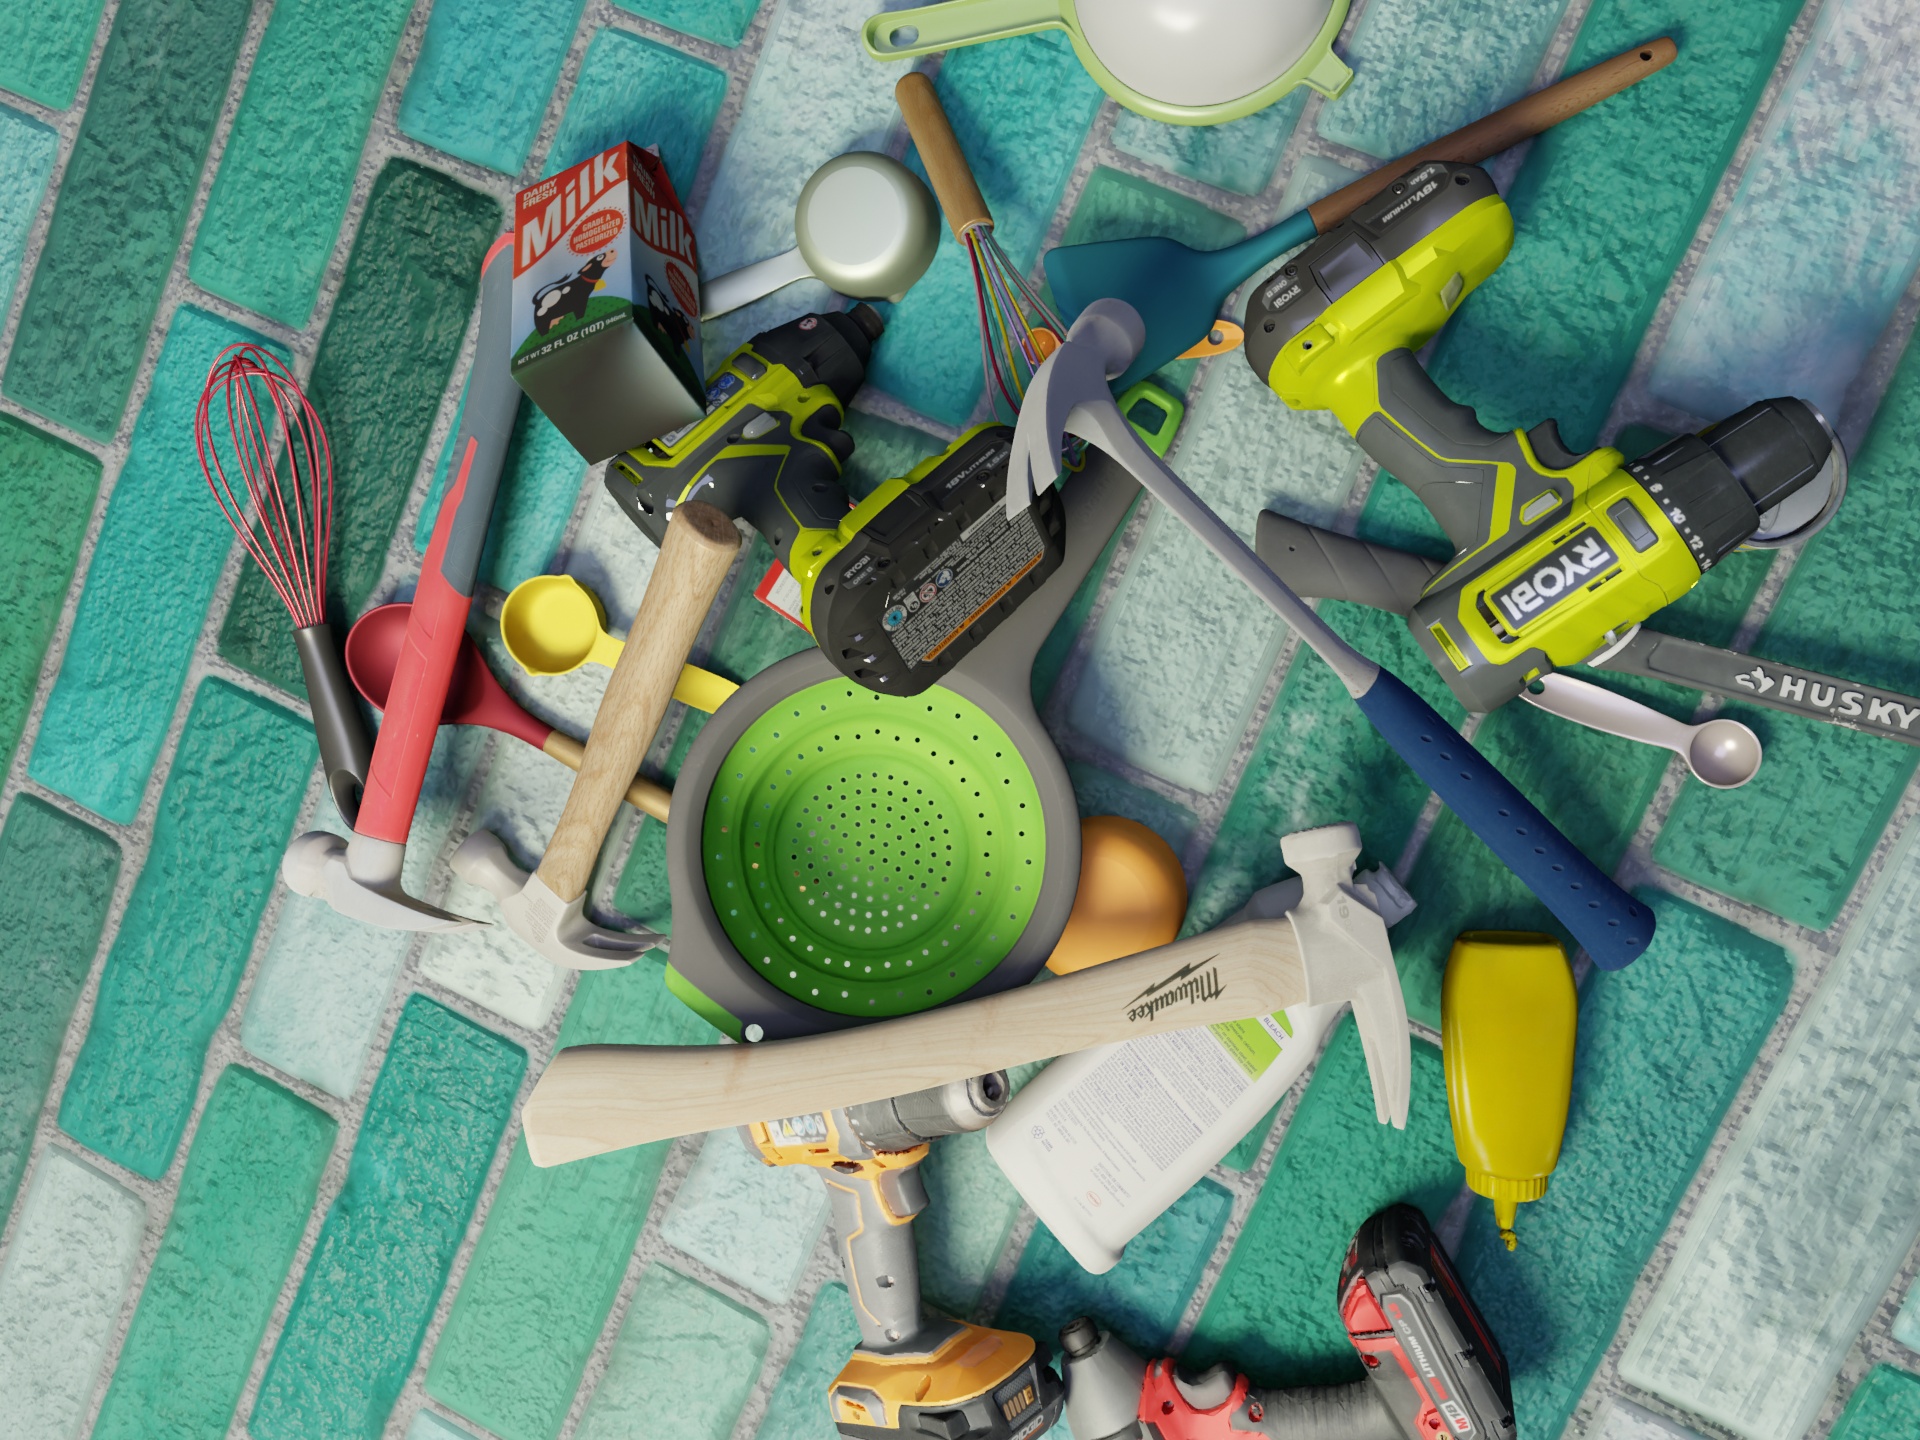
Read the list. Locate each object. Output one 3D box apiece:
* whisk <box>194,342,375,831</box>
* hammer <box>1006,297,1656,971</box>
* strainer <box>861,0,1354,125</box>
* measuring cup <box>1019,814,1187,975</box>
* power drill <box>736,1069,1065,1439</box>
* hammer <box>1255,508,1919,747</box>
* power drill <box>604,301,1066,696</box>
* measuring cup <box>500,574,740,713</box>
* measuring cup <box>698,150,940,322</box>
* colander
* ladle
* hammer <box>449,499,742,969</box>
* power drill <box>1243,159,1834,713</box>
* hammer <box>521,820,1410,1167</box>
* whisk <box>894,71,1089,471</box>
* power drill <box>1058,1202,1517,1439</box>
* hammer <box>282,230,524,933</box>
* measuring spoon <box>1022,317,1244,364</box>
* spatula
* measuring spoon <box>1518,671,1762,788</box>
[{"bbox_3d":[-0.386,-0.074,0.933,0.073,0.073,0.296,-11,98,13],"label":"whisk"},{"bbox_3d":[0.181,-0.022,0.748,0.405,0.144,0.035,43,135,-10],"label":"hammer"},{"bbox_3d":[0.068,-0.375,0.799,0.256,0.069,0.151,-6,93,12],"label":"strainer"},{"bbox_3d":[0.042,0.122,0.848,0.173,0.052,0.095,-39,85,11],"label":"measuring cup"},{"bbox_3d":[-0.021,0.273,0.830,0.185,0.084,0.226,-20,89,44],"label":"power drill"},{"bbox_3d":[0.340,-0.037,0.771,0.409,0.036,0.149,17,84,14],"label":"hammer"},{"bbox_3d":[-0.058,-0.123,0.792,0.171,0.080,0.223,-43,50,-10],"label":"power drill"},{"bbox_3d":[-0.185,-0.036,0.909,0.156,0.029,0.062,23,99,-1],"label":"measuring cup"},{"bbox_3d":[-0.093,-0.251,0.860,0.167,0.038,0.083,-20,89,11],"label":"measuring cup"},{"bbox_3d":[-0.001,-0.003,0.834,0.204,0.094,0.397,32,80,1],"label":"colander"},{"bbox_3d":[-0.214,0.023,0.915,0.315,0.031,0.069,28,95,8],"label":"ladle"},{"bbox_3d":[-0.178,0.019,0.826,0.130,0.031,0.331,40,131,9],"label":"hammer"},{"bbox_3d":[0.257,-0.142,0.737,0.190,0.080,0.229,-36,71,16],"label":"power drill"},{"bbox_3d":[0.007,0.158,0.744,0.410,0.038,0.146,-11,82,-6],"label":"hammer"},{"bbox_3d":[0.014,-0.233,0.810,0.051,0.047,0.245,-45,61,53],"label":"whisk"},{"bbox_3d":[0.161,0.347,0.828,0.219,0.078,0.143,-31,86,16],"label":"power drill"},{"bbox_3d":[-0.270,-0.079,0.872,0.143,0.038,0.386,11,86,33],"label":"hammer"},{"bbox_3d":[0.090,-0.199,0.839,0.117,0.011,0.021,-1,94,9],"label":"measuring spoon"},{"bbox_3d":[0.200,-0.261,0.790,0.317,0.044,0.082,-24,84,12],"label":"spatula"},{"bbox_3d":[0.334,0.001,0.795,0.124,0.018,0.034,23,86,17],"label":"measuring spoon"}]
